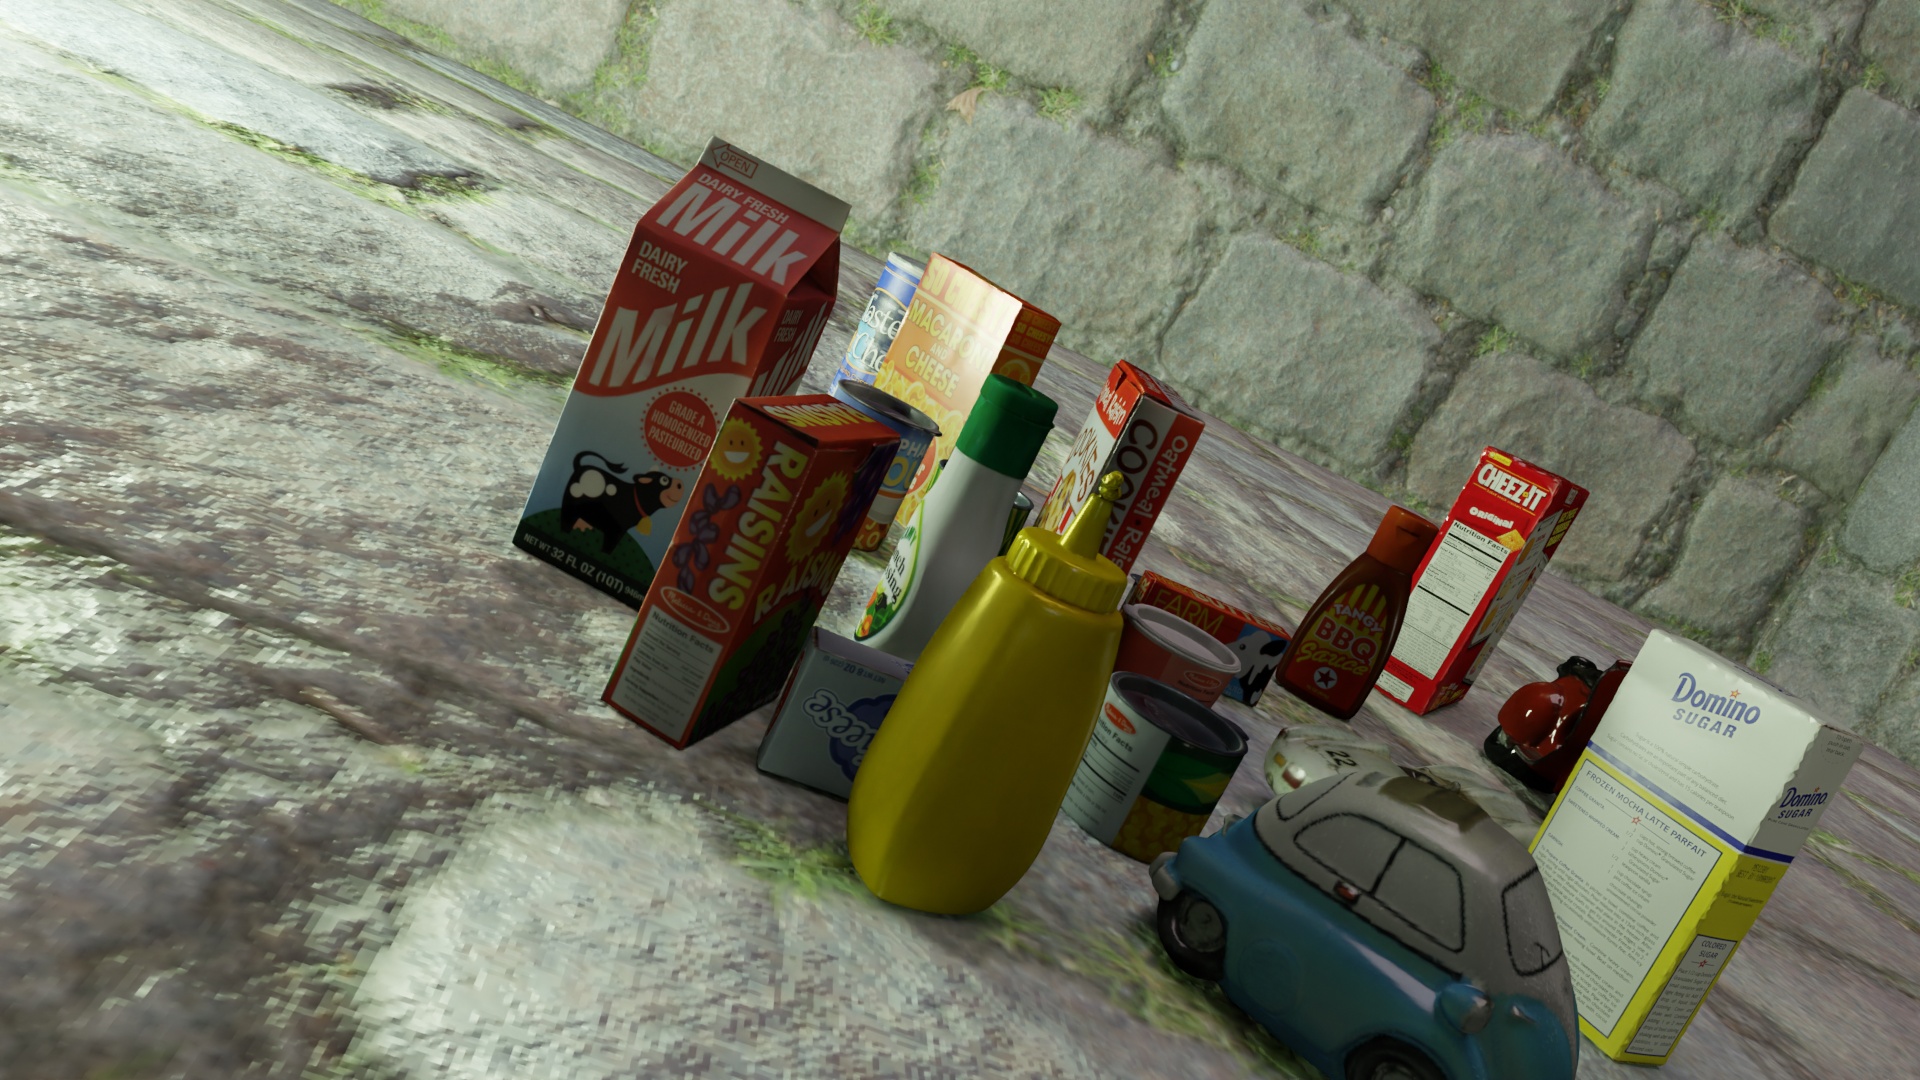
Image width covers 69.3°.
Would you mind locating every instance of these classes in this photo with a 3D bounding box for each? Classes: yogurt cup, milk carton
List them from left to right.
[{"bbox_3d":[-0.115,-0.072,0.602,0.072,0.190,0.073,28,13,6],"label":"milk carton"},{"bbox_3d":[0.112,0.074,0.762,0.072,0.053,0.072,25,13,-6],"label":"yogurt cup"}]

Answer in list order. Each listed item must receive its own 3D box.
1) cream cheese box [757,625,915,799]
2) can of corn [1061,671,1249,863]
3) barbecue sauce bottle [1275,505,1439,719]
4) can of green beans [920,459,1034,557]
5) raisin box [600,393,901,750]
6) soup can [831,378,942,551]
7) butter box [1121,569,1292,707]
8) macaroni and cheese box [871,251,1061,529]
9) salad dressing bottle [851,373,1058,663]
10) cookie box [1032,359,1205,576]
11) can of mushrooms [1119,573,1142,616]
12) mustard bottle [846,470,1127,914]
[{"bbox_3d":[-0.019,0.075,0.519,0.104,0.053,0.024,22,13,-16],"label":"cream cheese box"},{"bbox_3d":[0.084,0.100,0.606,0.071,0.058,0.071,25,13,-6],"label":"can of corn"},{"bbox_3d":[0.281,0.048,0.970,0.065,0.148,0.044,30,13,14],"label":"barbecue sauce bottle"},{"bbox_3d":[0.004,-0.011,0.877,0.071,0.057,0.071,25,13,-6],"label":"can of green beans"},{"bbox_3d":[-0.075,0.008,0.518,0.040,0.123,0.086,29,13,12],"label":"raisin box"},{"bbox_3d":[-0.058,-0.044,0.829,0.071,0.083,0.071,25,13,-6],"label":"soup can"},{"bbox_3d":[0.154,0.062,0.885,0.103,0.053,0.024,24,13,-11],"label":"butter box"},{"bbox_3d":[-0.011,-0.098,0.943,0.040,0.166,0.124,16,16,-37],"label":"macaroni and cheese box"},{"bbox_3d":[-0.002,-0.005,0.650,0.044,0.147,0.064,23,13,-13],"label":"salad dressing bottle"},{"bbox_3d":[0.069,-0.010,0.756,0.040,0.167,0.123,25,13,-6],"label":"cookie box"},{"bbox_3d":[0.138,0.053,0.934,0.071,0.033,0.071,25,13,-6],"label":"can of mushrooms"},{"bbox_3d":[0.017,0.047,0.461,0.065,0.159,0.049,18,15,-33],"label":"mustard bottle"}]
